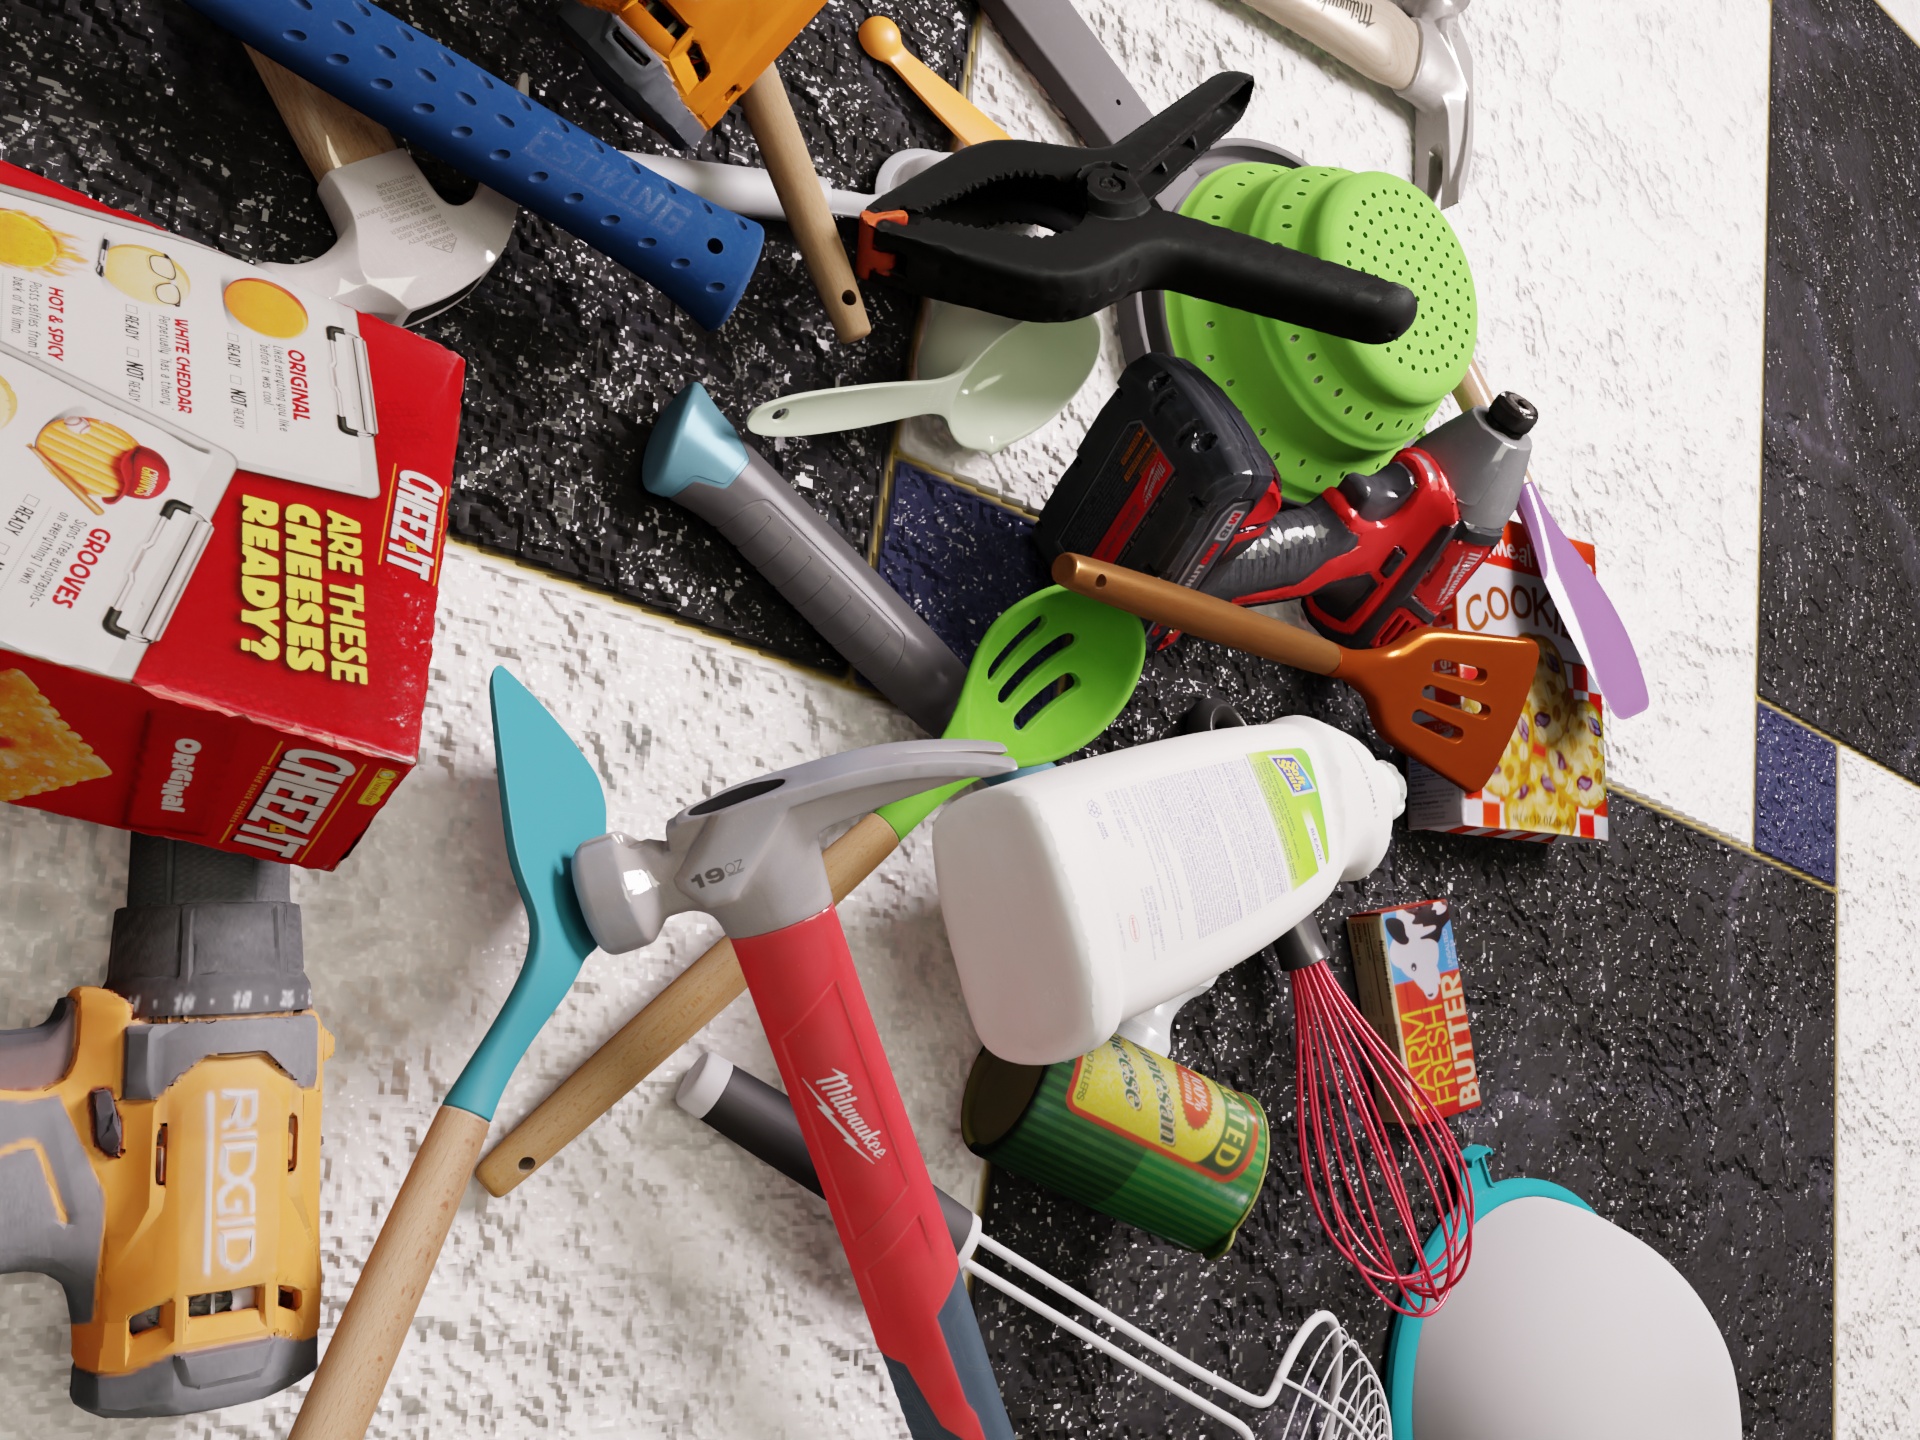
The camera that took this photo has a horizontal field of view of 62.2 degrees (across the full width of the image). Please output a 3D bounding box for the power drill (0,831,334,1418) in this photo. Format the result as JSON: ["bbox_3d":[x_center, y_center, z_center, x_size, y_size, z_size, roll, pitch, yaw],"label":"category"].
[{"bbox_3d":[-0.276,0.091,0.402,0.226,0.084,0.185,5,79,-39],"label":"power drill"}]

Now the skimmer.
[{"bbox_3d":[0.035,0.236,0.627,0.363,0.090,0.127,36,63,-14],"label":"skimmer"}]

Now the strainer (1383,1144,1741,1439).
[{"bbox_3d":[0.355,0.365,0.791,0.340,0.095,0.211,34,64,-25],"label":"strainer"}]

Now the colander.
[{"bbox_3d":[0.128,-0.251,0.739,0.396,0.094,0.204,47,59,-20],"label":"colander"}]

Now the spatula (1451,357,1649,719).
[{"bbox_3d":[0.286,-0.146,0.843,0.059,0.018,0.316,-17,79,-43],"label":"spatula"}]

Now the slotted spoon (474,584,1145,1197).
[{"bbox_3d":[-0.047,0.054,0.575,0.314,0.031,0.070,-42,122,-22],"label":"slotted spoon"}]

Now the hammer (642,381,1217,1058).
[{"bbox_3d":[-0.001,-0.002,0.641,0.330,0.033,0.128,45,60,-21],"label":"hammer"}]

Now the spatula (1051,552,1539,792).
[{"bbox_3d":[0.152,-0.029,0.681,0.322,0.041,0.081,12,101,-46],"label":"spatula"}]

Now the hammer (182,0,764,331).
[{"bbox_3d":[-0.240,-0.240,0.473,0.405,0.035,0.144,26,69,-27],"label":"hammer"}]

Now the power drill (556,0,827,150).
[{"bbox_3d":[-0.121,-0.330,0.528,0.226,0.084,0.164,44,95,-10],"label":"power drill"}]

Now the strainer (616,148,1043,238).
[{"bbox_3d":[-0.051,-0.209,0.640,0.258,0.050,0.087,-5,69,-33],"label":"strainer"}]

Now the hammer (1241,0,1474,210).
[{"bbox_3d":[0.114,-0.383,0.791,0.410,0.038,0.146,12,76,-33],"label":"hammer"}]

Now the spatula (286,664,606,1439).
[{"bbox_3d":[-0.161,0.137,0.458,0.082,0.044,0.318,66,37,-56],"label":"spatula"}]

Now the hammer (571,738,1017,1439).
[{"bbox_3d":[0.000,0.197,0.550,0.143,0.038,0.386,-18,104,-3],"label":"hammer"}]

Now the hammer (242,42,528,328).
[{"bbox_3d":[-0.252,-0.285,0.514,0.130,0.031,0.331,-34,101,-34],"label":"hammer"}]

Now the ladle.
[{"bbox_3d":[-0.102,-0.291,0.599,0.078,0.062,0.320,-23,95,-26],"label":"ladle"}]

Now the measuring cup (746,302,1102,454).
[{"bbox_3d":[-0.018,-0.141,0.632,0.167,0.083,0.038,-17,61,-33],"label":"measuring cup"}]

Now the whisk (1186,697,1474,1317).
[{"bbox_3d":[0.164,0.128,0.724,0.073,0.073,0.296,-18,86,-36],"label":"whisk"}]

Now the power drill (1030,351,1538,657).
[{"bbox_3d":[0.154,-0.091,0.702,0.219,0.143,0.079,-1,49,-35],"label":"power drill"}]

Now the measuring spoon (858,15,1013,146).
[{"bbox_3d":[0.004,-0.265,0.695,0.117,0.011,0.021,39,60,-14],"label":"measuring spoon"}]
